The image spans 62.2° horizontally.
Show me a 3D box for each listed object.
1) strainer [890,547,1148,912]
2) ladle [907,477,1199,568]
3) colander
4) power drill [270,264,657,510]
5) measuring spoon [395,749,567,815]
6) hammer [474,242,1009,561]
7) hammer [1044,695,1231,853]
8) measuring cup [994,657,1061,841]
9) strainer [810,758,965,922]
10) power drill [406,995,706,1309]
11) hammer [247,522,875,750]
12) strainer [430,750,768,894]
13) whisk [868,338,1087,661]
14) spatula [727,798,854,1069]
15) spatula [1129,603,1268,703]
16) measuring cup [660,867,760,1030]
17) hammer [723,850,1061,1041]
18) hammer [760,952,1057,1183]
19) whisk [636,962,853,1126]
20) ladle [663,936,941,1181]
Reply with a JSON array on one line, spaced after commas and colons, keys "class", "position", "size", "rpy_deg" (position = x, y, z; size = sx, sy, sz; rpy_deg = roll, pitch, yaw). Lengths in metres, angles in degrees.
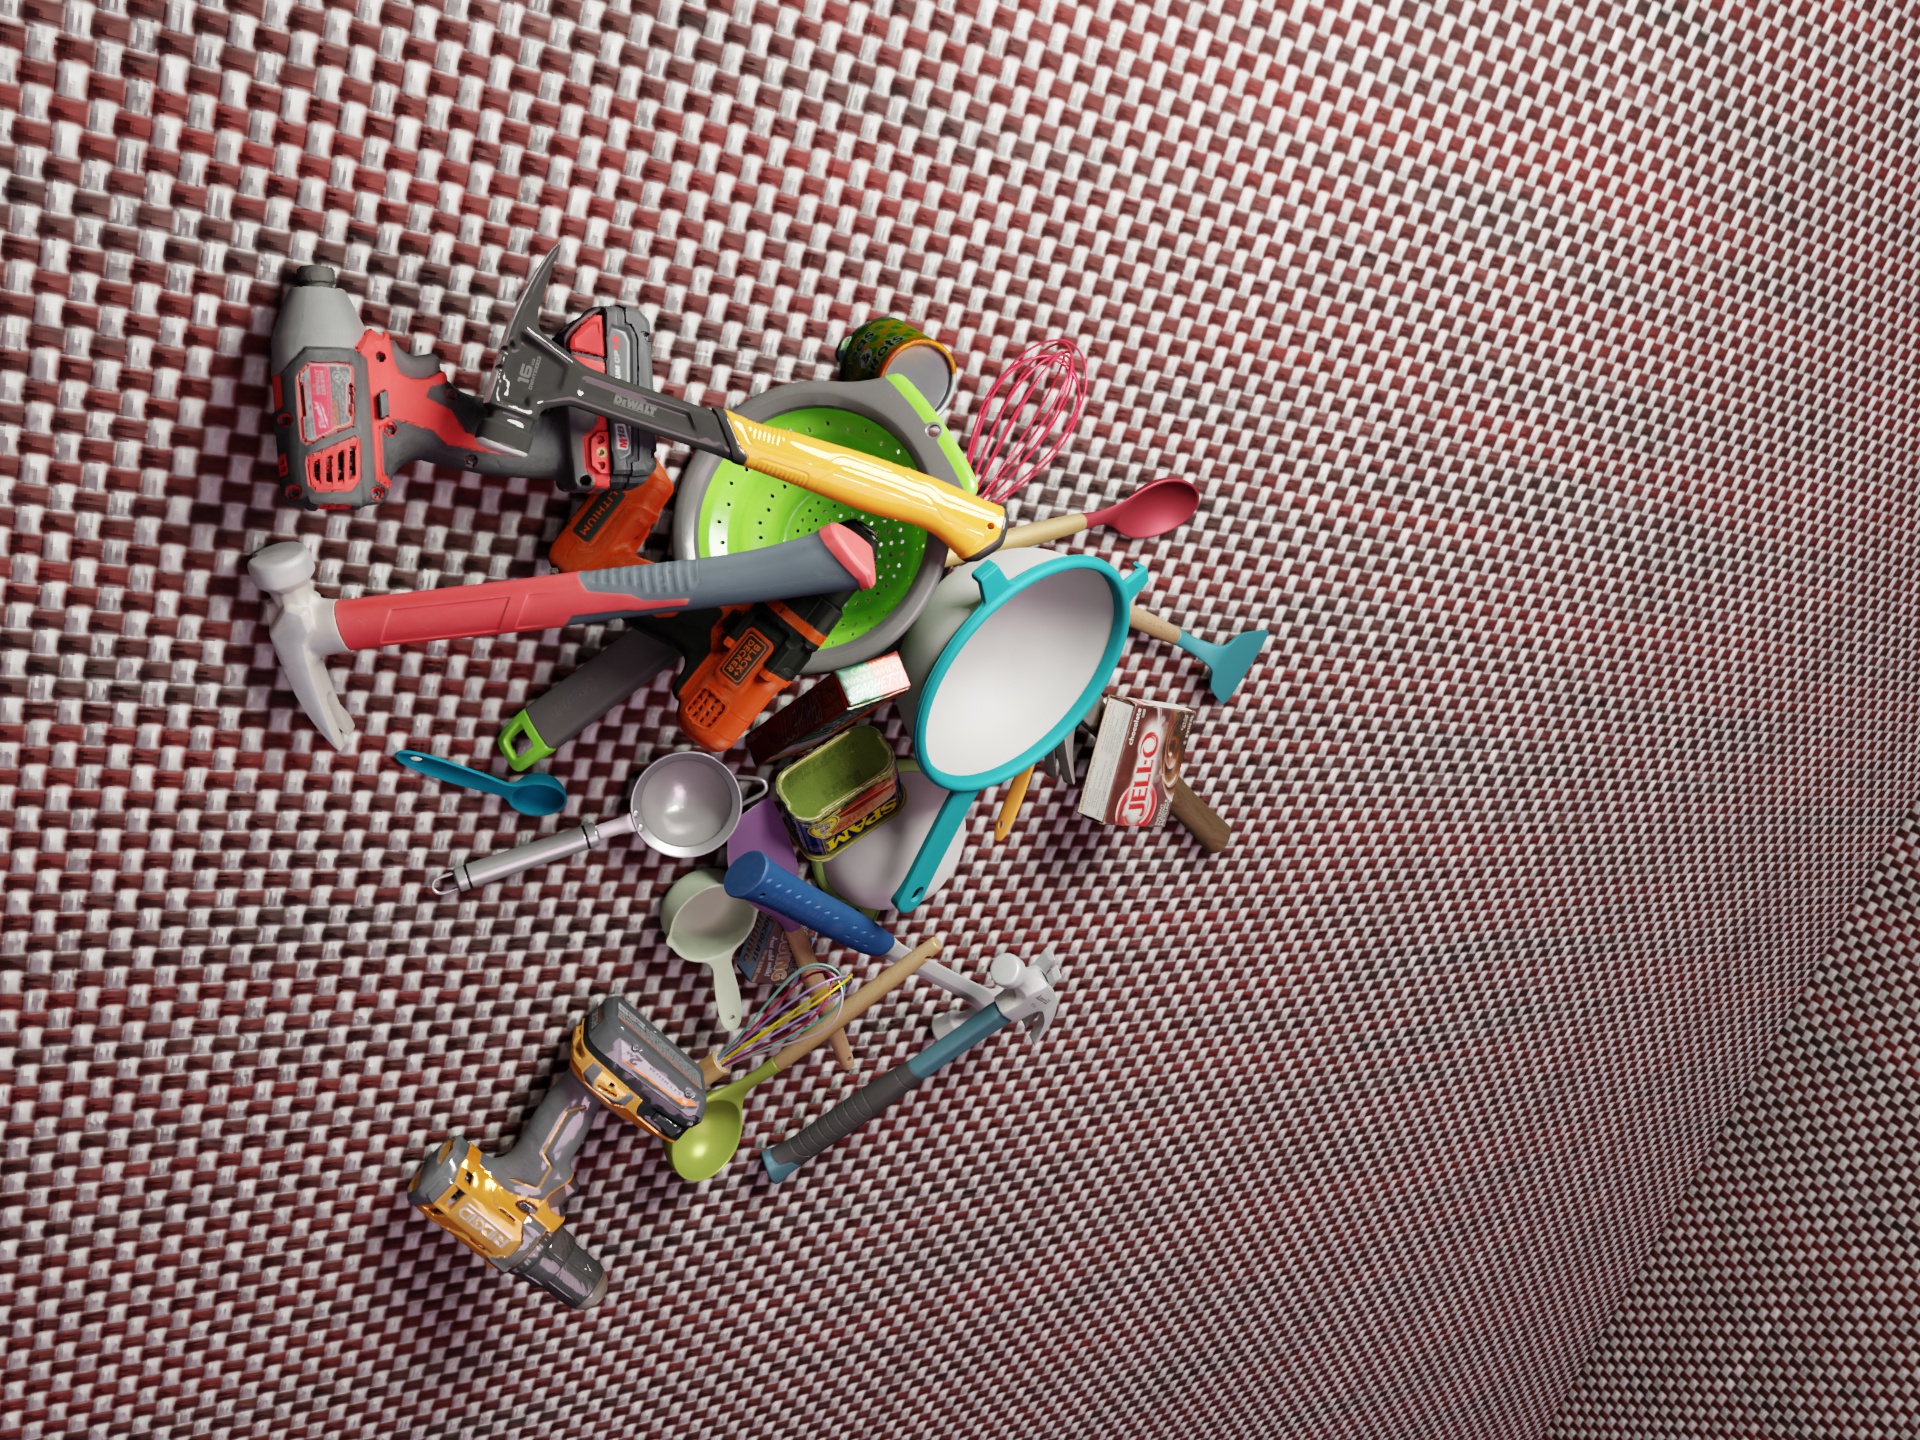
[{"class": "strainer", "position": [-0.002, -0.004, 1.245], "size": [0.211, 0.095, 0.340], "rpy_deg": [-6, 130, -47]}, {"class": "ladle", "position": [0.078, -0.152, 1.268], "size": [0.315, 0.031, 0.069], "rpy_deg": [-19, 150, -40]}, {"class": "colander", "position": [-0.160, -0.084, 1.147], "size": [0.397, 0.204, 0.094], "rpy_deg": [-35, 168, 10]}, {"class": "power drill", "position": [-0.305, -0.204, 0.978], "size": [0.219, 0.079, 0.143], "rpy_deg": [-6, 97, -25]}, {"class": "measuring spoon", "position": [-0.346, 0.037, 1.153], "size": [0.128, 0.021, 0.042], "rpy_deg": [22, 134, -32]}, {"class": "hammer", "position": [-0.120, -0.178, 0.995], "size": [0.336, 0.034, 0.127], "rpy_deg": [17, 89, -21]}, {"class": "hammer", "position": [0.173, 0.046, 1.483], "size": [0.331, 0.031, 0.130], "rpy_deg": [42, 73, -46]}, {"class": "measuring cup", "position": [0.043, 0.014, 1.334], "size": [0.052, 0.095, 0.173], "rpy_deg": [21, 88, -34]}, {"class": "strainer", "position": [-0.005, 0.083, 1.373], "size": [0.256, 0.069, 0.151], "rpy_deg": [-35, 131, -9]}, {"class": "power drill", "position": [-0.307, 0.362, 1.302], "size": [0.226, 0.084, 0.185], "rpy_deg": [-44, 106, -1]}, {"class": "hammer", "position": [-0.245, -0.065, 1.022], "size": [0.386, 0.038, 0.143], "rpy_deg": [-6, 124, 3]}, {"class": "strainer", "position": [-0.275, 0.083, 1.213], "size": [0.258, 0.050, 0.086], "rpy_deg": [-18, 108, -17]}, {"class": "whisk", "position": [0.007, -0.165, 1.238], "size": [0.073, 0.073, 0.295], "rpy_deg": [20, 110, -40]}, {"class": "spatula", "position": [-0.137, 0.193, 1.344], "size": [0.060, 0.018, 0.315], "rpy_deg": [-37, 133, -25]}, {"class": "spatula", "position": [0.166, -0.086, 1.417], "size": [0.317, 0.044, 0.082], "rpy_deg": [21, 105, -36]}, {"class": "measuring cup", "position": [-0.207, 0.192, 1.329], "size": [0.083, 0.038, 0.167], "rpy_deg": [-21, 131, -22]}, {"class": "hammer", "position": [-0.057, 0.193, 1.367], "size": [0.144, 0.035, 0.405], "rpy_deg": [-33, 143, 16]}, {"class": "hammer", "position": [-0.052, 0.328, 1.462], "size": [0.331, 0.033, 0.128], "rpy_deg": [-36, 143, 11]}, {"class": "whisk", "position": [-0.189, 0.279, 1.350], "size": [0.245, 0.047, 0.051], "rpy_deg": [-36, 118, 15]}, {"class": "ladle", "position": [-0.134, 0.291, 1.370], "size": [0.320, 0.062, 0.078], "rpy_deg": [-39, 140, 16]}]
